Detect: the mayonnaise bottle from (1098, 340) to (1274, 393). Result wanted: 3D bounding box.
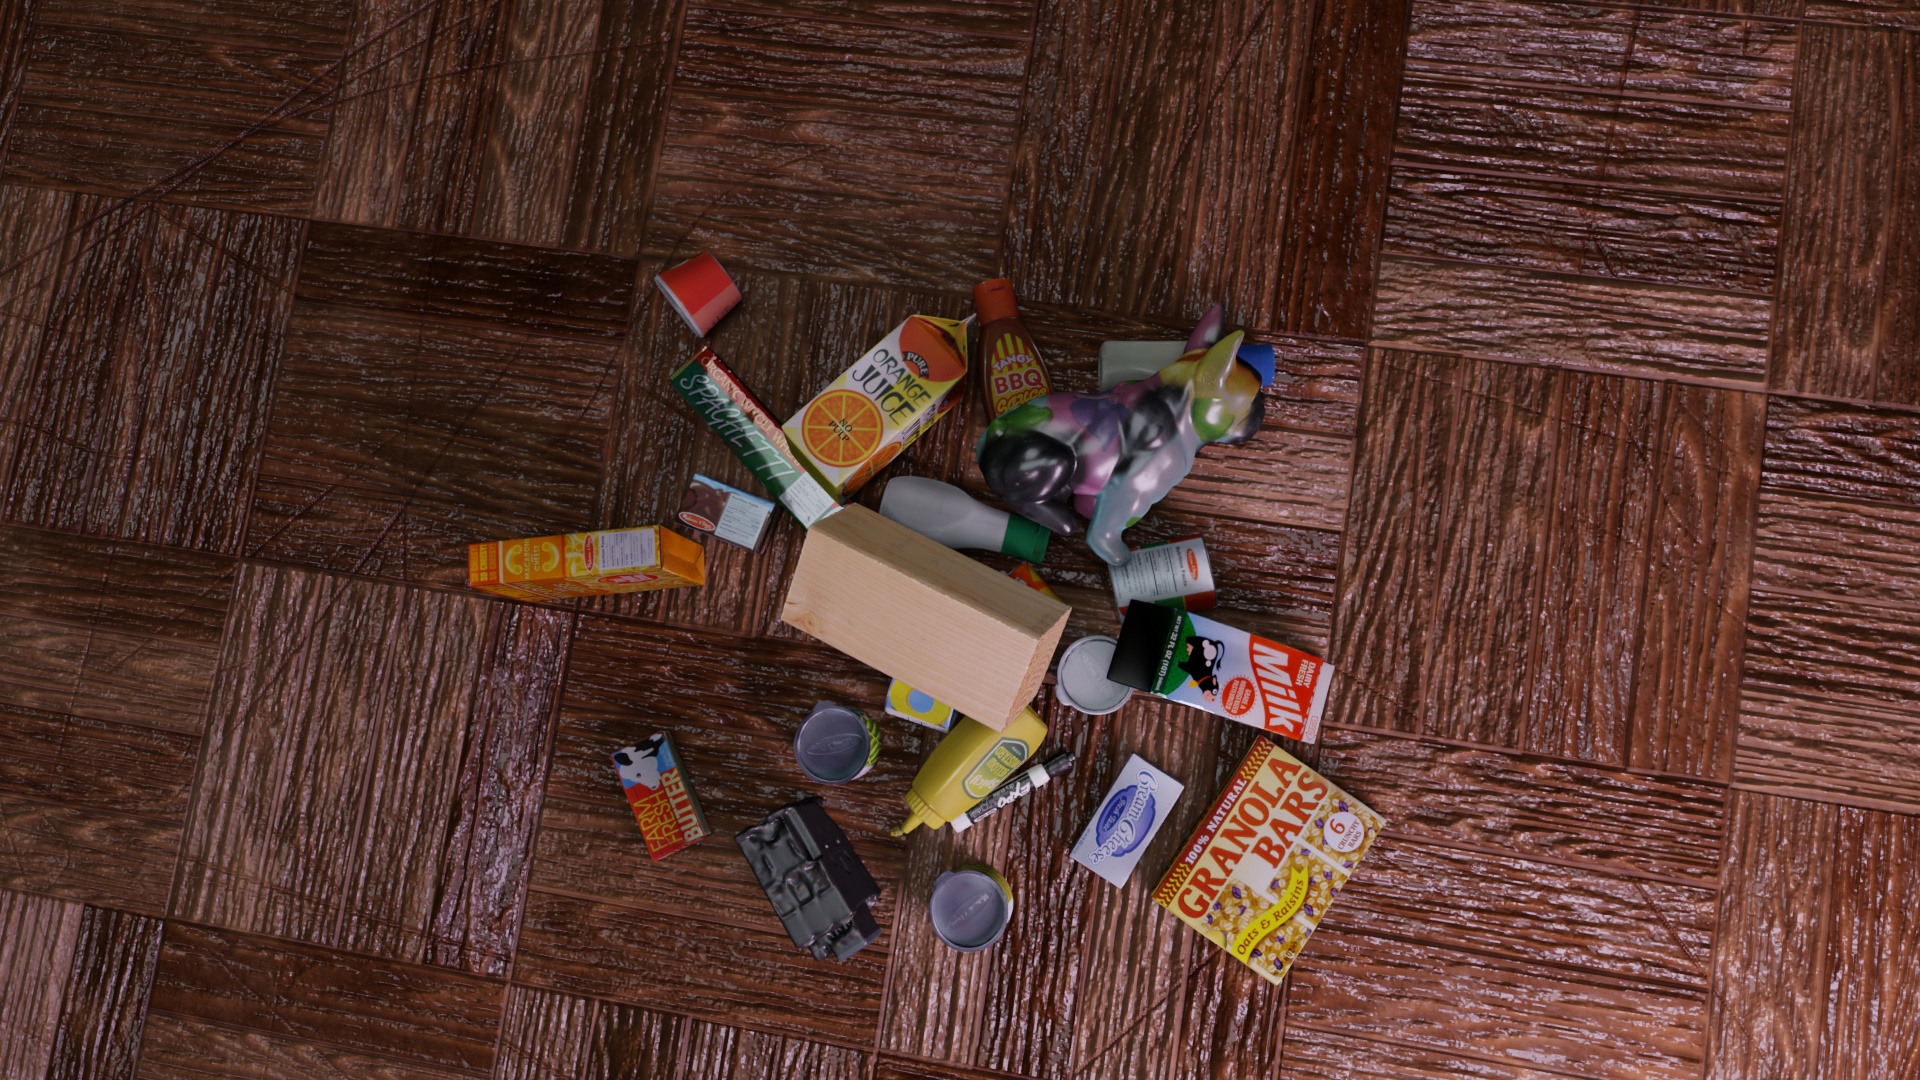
[{"bbox_3d":[0.195,-0.150,1.204,0.148,0.064,0.041,-1,76,2],"label":"mayonnaise bottle"}]

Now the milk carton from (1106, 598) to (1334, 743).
[{"bbox_3d":[0.225,0.111,1.141,0.190,0.073,0.072,18,86,-23],"label":"milk carton"}]

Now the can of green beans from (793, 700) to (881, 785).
[{"bbox_3d":[-0.105,0.175,1.196,0.071,0.058,0.071,-1,84,6],"label":"can of green beans"}]

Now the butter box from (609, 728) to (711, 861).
[{"bbox_3d":[-0.264,0.224,1.224,0.053,0.024,0.103,-25,81,2],"label":"butter box"}]

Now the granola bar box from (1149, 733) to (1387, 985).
[{"bbox_3d":[0.255,0.263,1.157,0.124,0.039,0.165,34,88,9],"label":"granola bar box"}]

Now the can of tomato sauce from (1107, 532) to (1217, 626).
[{"bbox_3d":[0.171,0.034,1.182,0.083,0.071,0.071,-12,82,5],"label":"can of tomato sauce"}]

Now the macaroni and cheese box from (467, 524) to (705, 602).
[{"bbox_3d":[-0.320,0.021,1.205,0.166,0.123,0.040,-5,80,6],"label":"macaroni and cheese box"}]

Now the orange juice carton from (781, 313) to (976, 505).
[{"bbox_3d":[-0.059,-0.125,1.206,0.193,0.071,0.073,-42,82,-10],"label":"orange juice carton"}]

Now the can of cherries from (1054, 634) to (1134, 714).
[{"bbox_3d":[0.113,0.115,1.181,0.071,0.058,0.071,-1,84,6],"label":"can of cherries"}]

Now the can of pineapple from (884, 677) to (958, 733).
[{"bbox_3d":[-0.027,0.124,1.190,0.058,0.071,0.071,18,86,7],"label":"can of pineapple"}]

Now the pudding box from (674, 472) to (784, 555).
[{"bbox_3d":[-0.207,-0.024,1.245,0.084,0.030,0.049,21,87,8],"label":"pudding box"}]

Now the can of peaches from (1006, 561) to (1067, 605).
[{"bbox_3d":[0.051,0.061,1.187,0.071,0.071,0.058,-42,82,0],"label":"can of peaches"}]

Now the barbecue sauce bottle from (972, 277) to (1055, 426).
[{"bbox_3d":[0.044,-0.156,1.227,0.065,0.043,0.148,-12,82,-5],"label":"barbecue sauce bottle"}]

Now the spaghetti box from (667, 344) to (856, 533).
[{"bbox_3d":[-0.162,-0.071,1.247,0.050,0.028,0.250,-43,81,-1],"label":"spaghetti box"}]

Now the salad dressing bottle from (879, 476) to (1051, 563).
[{"bbox_3d":[0.004,-0.015,1.212,0.148,0.043,0.064,15,52,3],"label":"salad dressing bottle"}]

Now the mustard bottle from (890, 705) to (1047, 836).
[{"bbox_3d":[0.001,0.197,1.178,0.160,0.065,0.049,-46,46,1],"label":"mustard bottle"}]

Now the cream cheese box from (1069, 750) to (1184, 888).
[{"bbox_3d":[0.142,0.237,1.180,0.053,0.024,0.104,32,88,7],"label":"cream cheese box"}]

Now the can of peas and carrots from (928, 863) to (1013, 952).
[{"bbox_3d":[0.008,0.306,1.169,0.071,0.058,0.071,-1,83,6],"label":"can of peas and carrots"}]

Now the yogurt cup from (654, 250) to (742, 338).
[{"bbox_3d":[-0.235,-0.225,1.256,0.054,0.072,0.072,-38,81,-7],"label":"yogurt cup"}]
